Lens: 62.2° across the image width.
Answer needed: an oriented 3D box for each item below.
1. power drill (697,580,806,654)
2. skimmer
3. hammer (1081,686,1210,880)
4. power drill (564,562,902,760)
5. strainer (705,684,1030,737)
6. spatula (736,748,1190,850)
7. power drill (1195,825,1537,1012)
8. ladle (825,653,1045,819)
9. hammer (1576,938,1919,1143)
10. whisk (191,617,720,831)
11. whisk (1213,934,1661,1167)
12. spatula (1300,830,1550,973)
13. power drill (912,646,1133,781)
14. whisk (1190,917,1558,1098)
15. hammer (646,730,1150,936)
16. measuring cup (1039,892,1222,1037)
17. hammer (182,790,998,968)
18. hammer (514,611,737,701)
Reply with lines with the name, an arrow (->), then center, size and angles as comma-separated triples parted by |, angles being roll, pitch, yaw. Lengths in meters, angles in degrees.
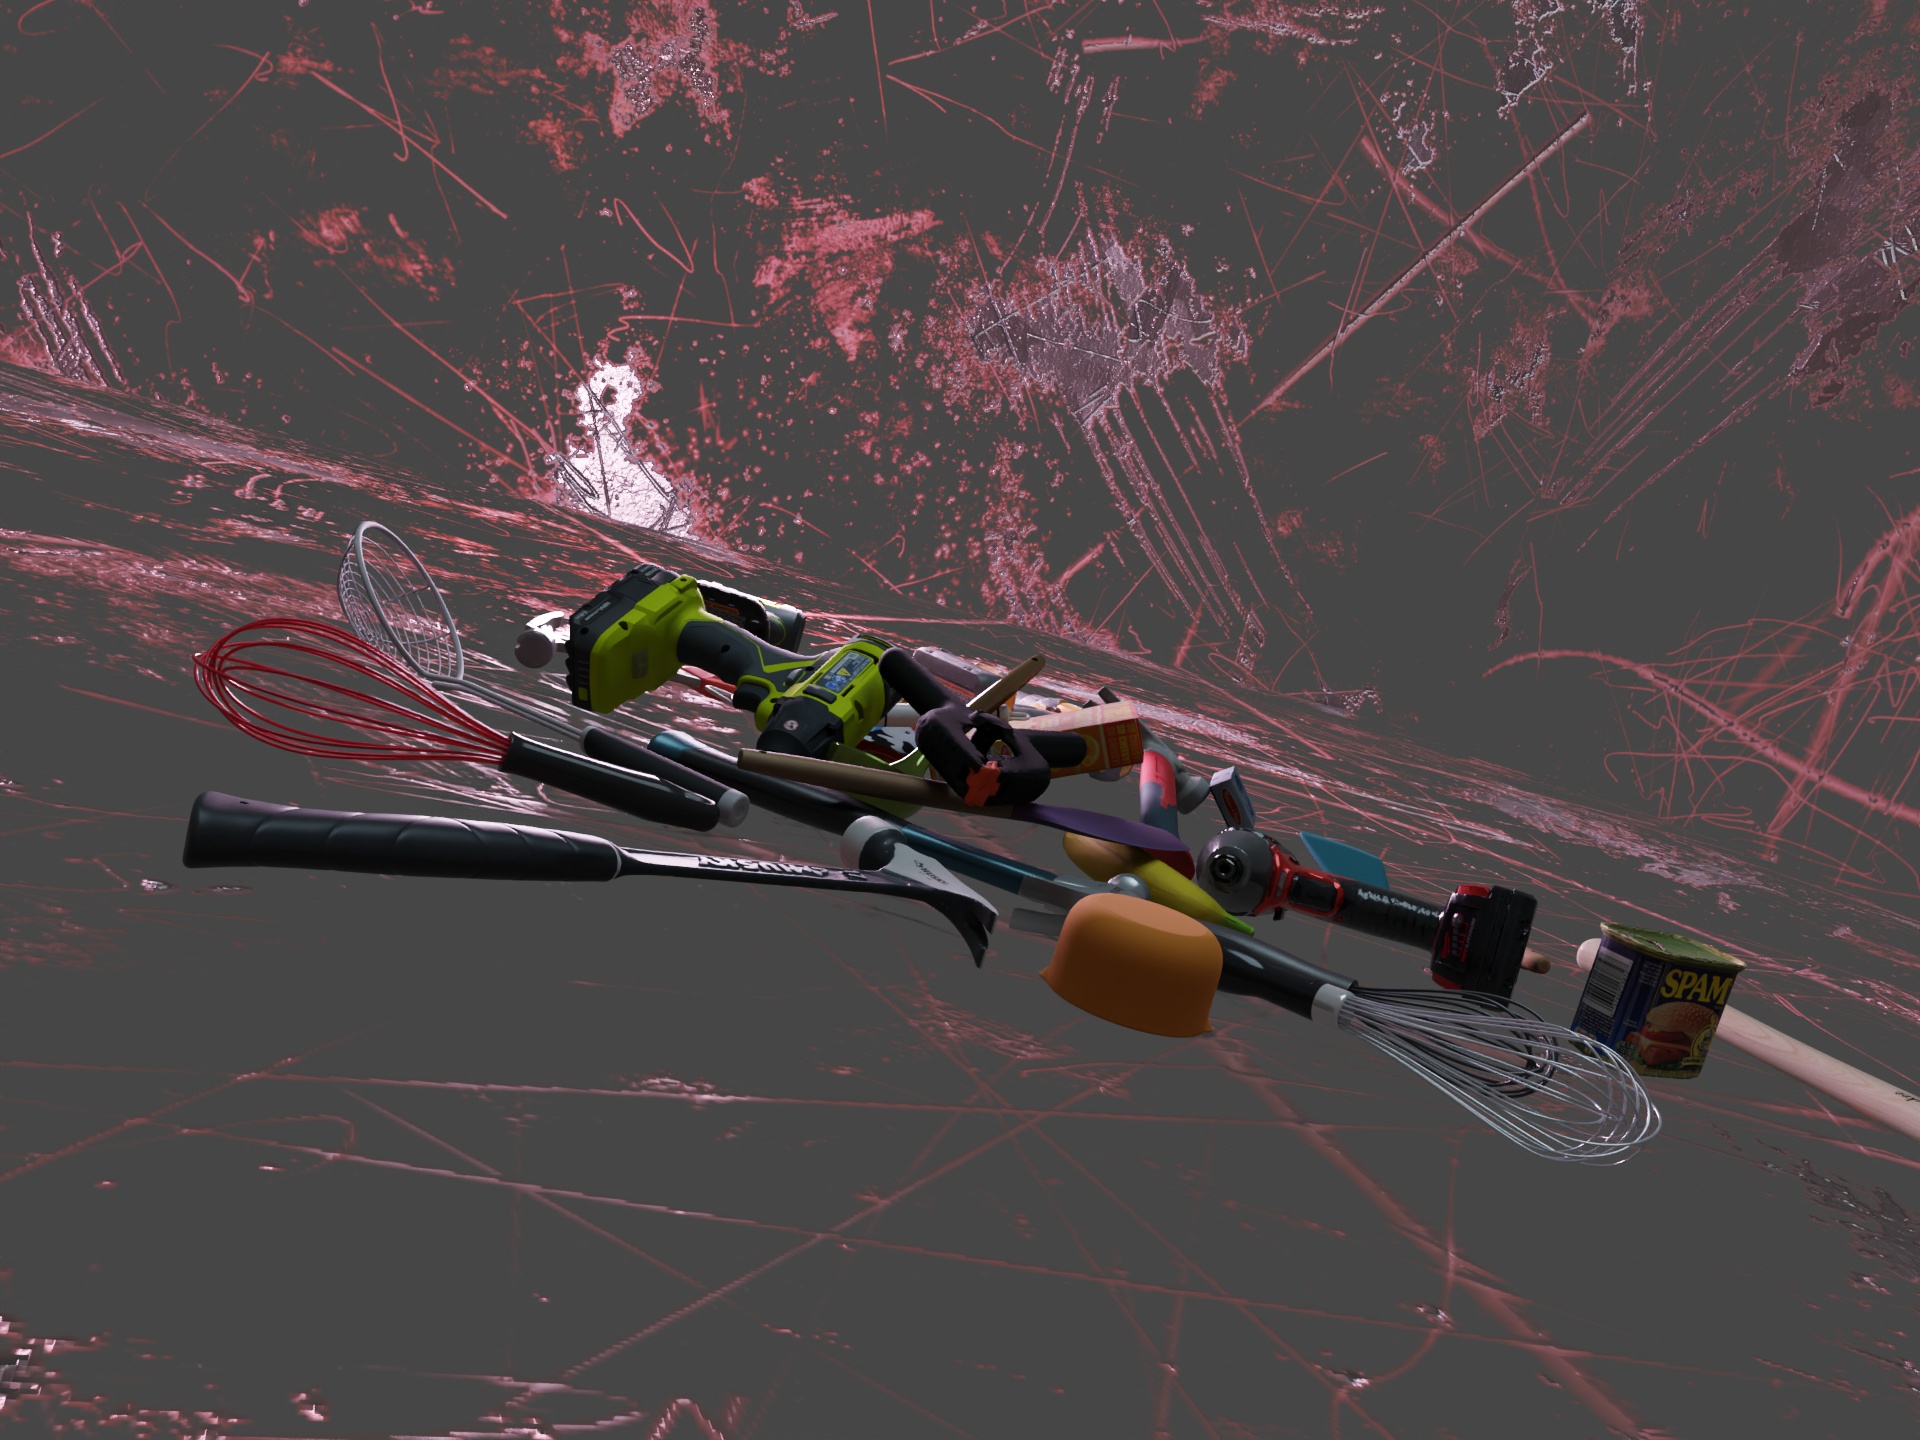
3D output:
power drill -> -0.266, -0.108, 1.642 | 0.190, 0.080, 0.228 | 16, 5, -1
skimmer -> -0.272, -0.032, 1.042 | 0.363, 0.090, 0.127 | 22, -18, 25
hammer -> 0.155, 0.057, 1.333 | 0.143, 0.038, 0.386 | 45, 12, -2
power drill -> -0.173, -0.029, 1.176 | 0.223, 0.080, 0.171 | 20, 37, 17
strainer -> -0.072, -0.002, 1.259 | 0.258, 0.050, 0.087 | 0, 15, -7
spatula -> 0.009, 0.053, 1.026 | 0.315, 0.018, 0.060 | 12, 12, -21
power drill -> 0.268, 0.125, 1.074 | 0.220, 0.078, 0.143 | 16, -2, 22
ladle -> -0.002, -0.004, 1.189 | 0.078, 0.062, 0.320 | 24, 30, 18
hammer -> 0.584, 0.238, 1.115 | 0.146, 0.038, 0.411 | 11, 9, -25
whisk -> -0.272, 0.011, 0.886 | 0.295, 0.073, 0.073 | 20, 6, -21
whisk -> 0.229, 0.164, 0.851 | 0.285, 0.070, 0.070 | 18, 7, 40
spatula -> 0.360, 0.142, 1.231 | 0.082, 0.044, 0.317 | 19, 1, -15
power drill -> 0.042, -0.008, 1.562 | 0.226, 0.084, 0.185 | 15, 7, -42
whisk -> 0.223, 0.156, 0.914 | 0.239, 0.055, 0.055 | 17, 7, 33
hammer -> -0.047, 0.070, 1.007 | 0.331, 0.033, 0.128 | 18, 7, 15
measuring cup -> 0.101, 0.120, 0.878 | 0.095, 0.052, 0.173 | 17, 10, 7
hammer -> -0.158, 0.071, 0.769 | 0.408, 0.036, 0.149 | 9, 12, -40
hammer -> -0.193, -0.027, 1.363 | 0.359, 0.036, 0.149 | 15, 8, -6
